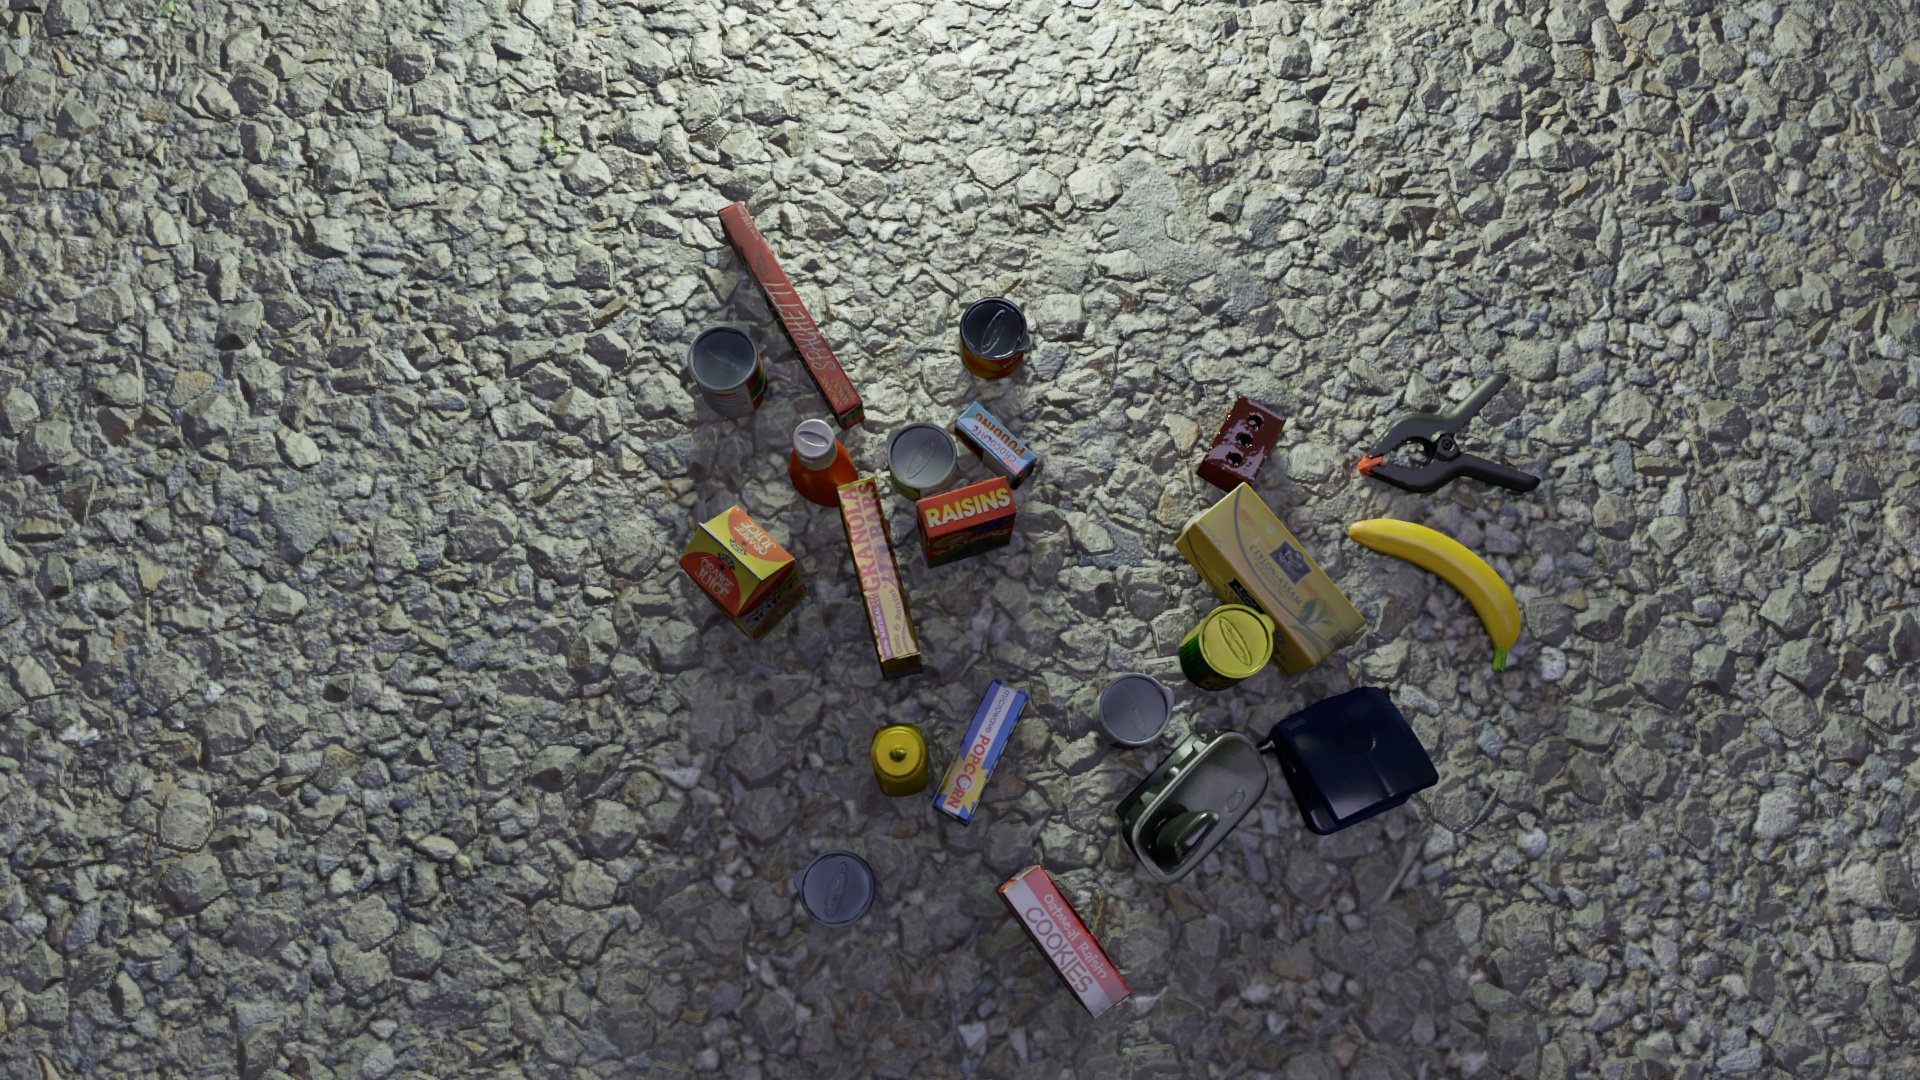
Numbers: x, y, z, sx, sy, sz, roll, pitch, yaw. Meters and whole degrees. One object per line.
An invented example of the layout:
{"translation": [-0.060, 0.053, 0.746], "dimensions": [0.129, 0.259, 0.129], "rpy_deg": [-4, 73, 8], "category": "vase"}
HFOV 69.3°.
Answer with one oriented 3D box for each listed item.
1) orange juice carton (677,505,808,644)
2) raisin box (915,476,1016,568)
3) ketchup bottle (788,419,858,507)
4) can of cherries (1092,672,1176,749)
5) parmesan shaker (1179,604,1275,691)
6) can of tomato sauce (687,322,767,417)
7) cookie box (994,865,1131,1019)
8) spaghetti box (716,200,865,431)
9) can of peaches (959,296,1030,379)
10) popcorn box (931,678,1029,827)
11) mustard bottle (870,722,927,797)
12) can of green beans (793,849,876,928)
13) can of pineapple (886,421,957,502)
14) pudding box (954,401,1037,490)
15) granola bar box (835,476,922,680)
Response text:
{"translation": [-0.192, 0.030, 1.234], "dimensions": [0.072, 0.192, 0.073], "rpy_deg": [43, 79, 8], "category": "orange juice carton"}
{"translation": [0.005, -0.016, 1.285], "dimensions": [0.086, 0.123, 0.040], "rpy_deg": [-16, 77, -5], "category": "raisin box"}
{"translation": [-0.130, -0.071, 1.283], "dimensions": [0.065, 0.148, 0.043], "rpy_deg": [18, 77, 3], "category": "ketchup bottle"}
{"translation": [0.160, 0.158, 1.278], "dimensions": [0.071, 0.058, 0.071], "rpy_deg": [0, 76, -1], "category": "can of cherries"}
{"translation": [0.244, 0.099, 1.271], "dimensions": [0.071, 0.103, 0.071], "rpy_deg": [0, 76, -1], "category": "parmesan shaker"}
{"translation": [-0.222, -0.163, 1.338], "dimensions": [0.071, 0.083, 0.071], "rpy_deg": [0, 76, -1], "category": "can of tomato sauce"}
{"translation": [0.084, 0.335, 1.176], "dimensions": [0.040, 0.167, 0.123], "rpy_deg": [-36, 80, -9], "category": "cookie box"}
{"translation": [-0.167, -0.221, 1.370], "dimensions": [0.029, 0.050, 0.250], "rpy_deg": [-30, 78, -8], "category": "spaghetti box"}
{"translation": [0.034, -0.197, 1.364], "dimensions": [0.071, 0.058, 0.071], "rpy_deg": [0, 76, -1], "category": "can of peaches"}
{"translation": [0.018, 0.192, 1.253], "dimensions": [0.038, 0.085, 0.127], "rpy_deg": [26, 77, 5], "category": "popcorn box"}
{"translation": [-0.054, 0.189, 1.214], "dimensions": [0.049, 0.160, 0.065], "rpy_deg": [-9, 77, -3], "category": "mustard bottle"}
{"translation": [-0.108, 0.309, 1.235], "dimensions": [0.071, 0.057, 0.071], "rpy_deg": [0, 76, -1], "category": "can of green beans"}
{"translation": [-0.037, -0.076, 1.333], "dimensions": [0.071, 0.057, 0.071], "rpy_deg": [0, 76, -1], "category": "can of pineapple"}
{"translation": [0.033, -0.091, 1.342], "dimensions": [0.084, 0.049, 0.030], "rpy_deg": [43, 79, 9], "category": "pudding box"}
{"translation": [-0.074, 0.039, 1.269], "dimensions": [0.039, 0.124, 0.166], "rpy_deg": [-15, 77, -4], "category": "granola bar box"}
